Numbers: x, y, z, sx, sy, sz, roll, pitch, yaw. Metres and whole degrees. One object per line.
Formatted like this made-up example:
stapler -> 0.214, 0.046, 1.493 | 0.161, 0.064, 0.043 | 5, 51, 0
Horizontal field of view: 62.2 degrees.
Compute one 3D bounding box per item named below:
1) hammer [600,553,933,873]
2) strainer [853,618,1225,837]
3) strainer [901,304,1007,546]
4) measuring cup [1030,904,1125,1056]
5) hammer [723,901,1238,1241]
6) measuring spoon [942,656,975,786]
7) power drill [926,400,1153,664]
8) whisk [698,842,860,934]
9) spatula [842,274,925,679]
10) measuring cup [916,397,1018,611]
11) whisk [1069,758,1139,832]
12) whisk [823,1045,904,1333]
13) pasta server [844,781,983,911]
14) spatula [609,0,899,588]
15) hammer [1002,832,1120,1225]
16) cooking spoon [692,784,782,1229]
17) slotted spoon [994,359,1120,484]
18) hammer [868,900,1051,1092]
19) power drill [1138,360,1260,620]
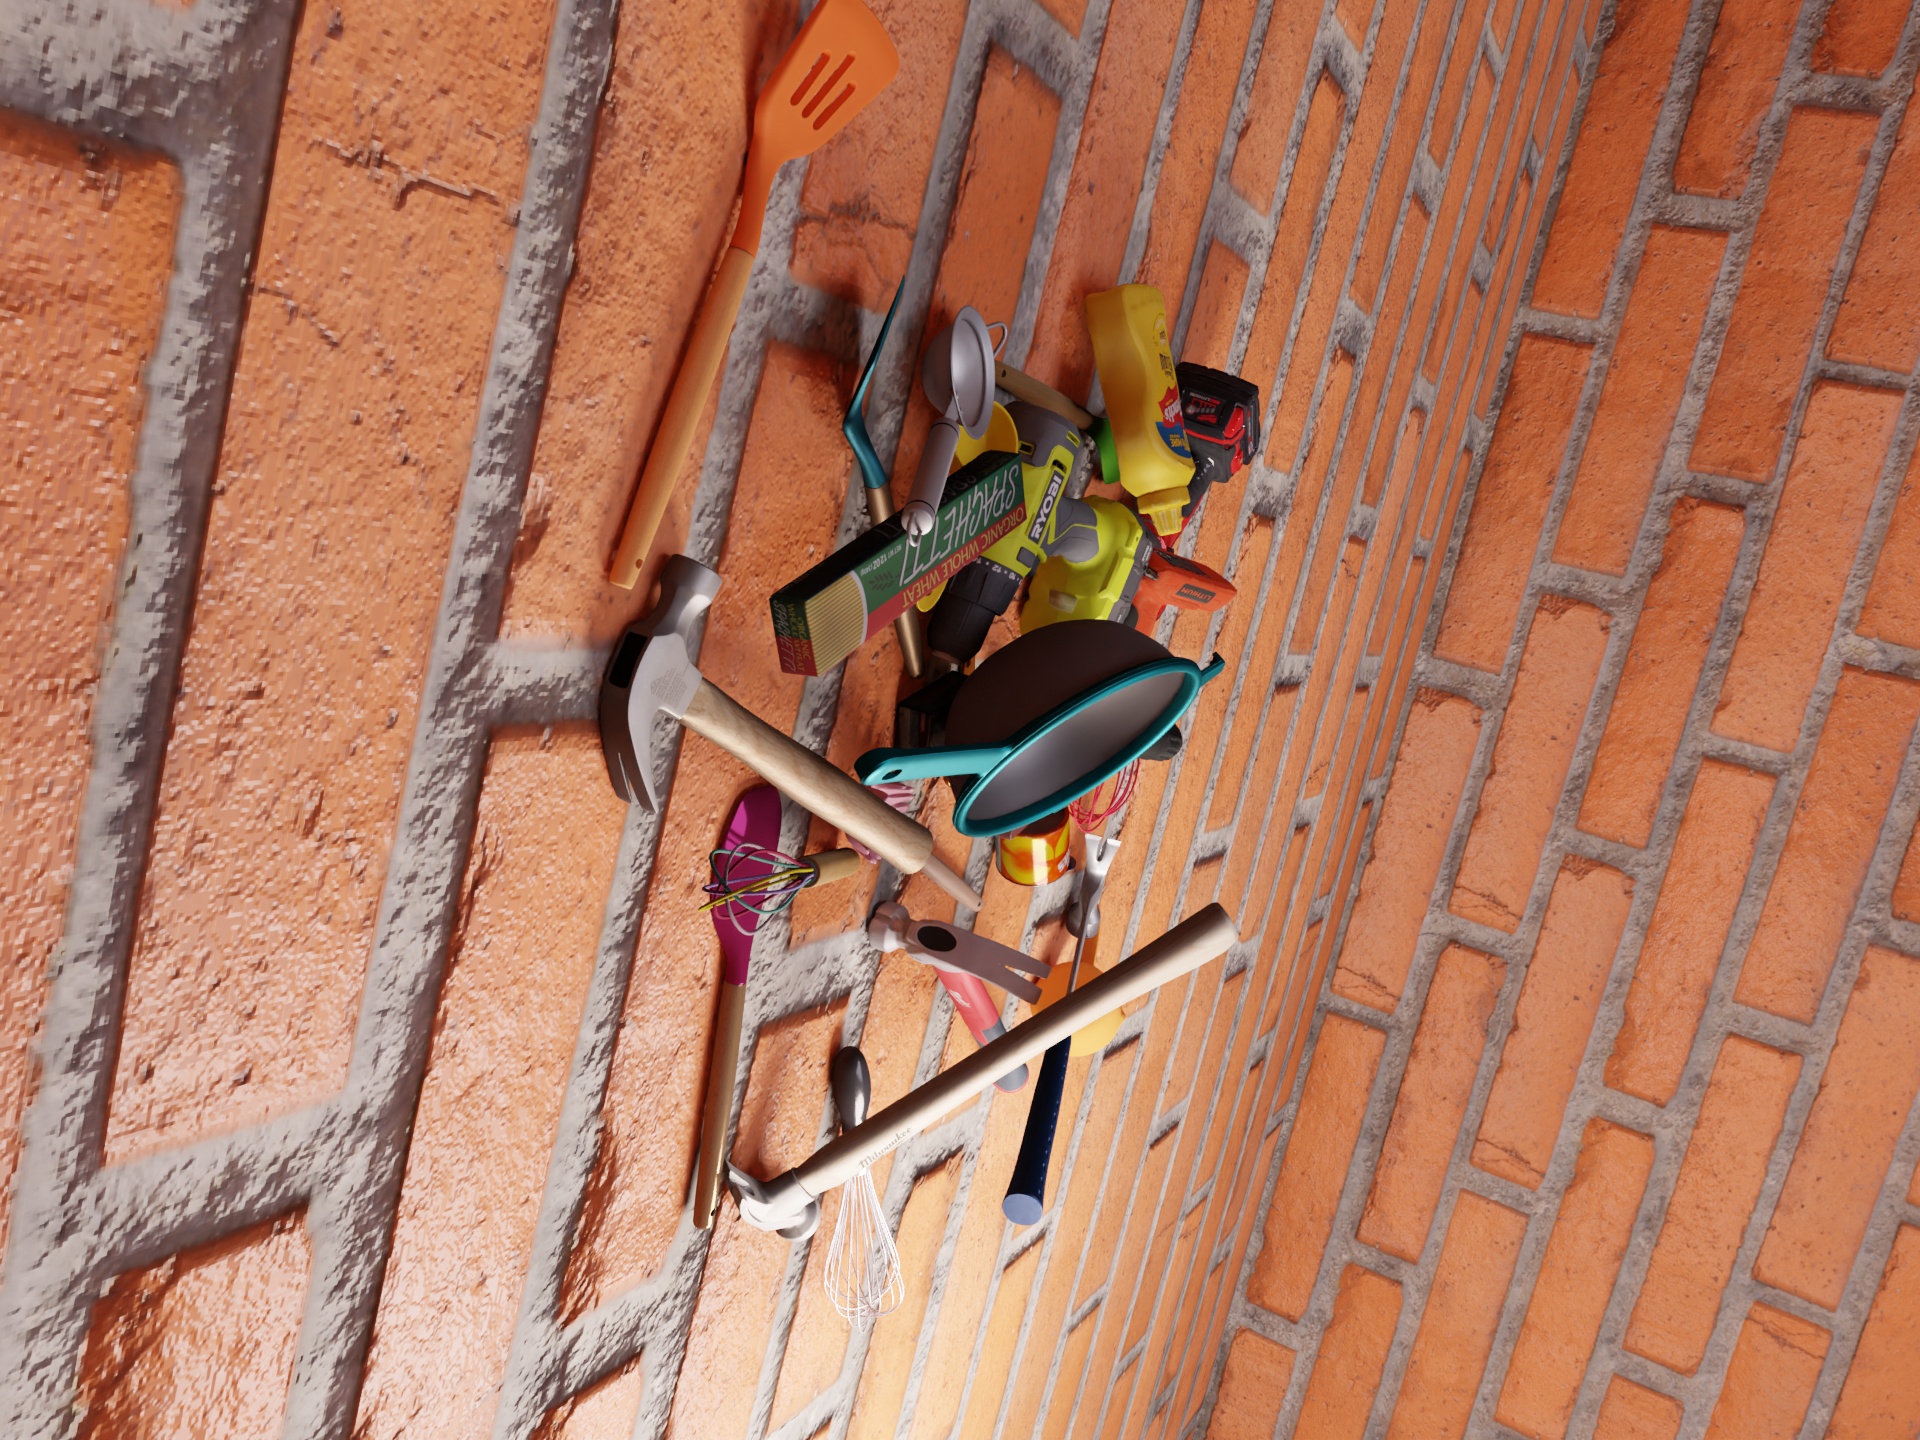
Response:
hammer -> -0.105, 0.031, 0.974 | 0.331, 0.031, 0.130 | 41, 71, -54
strainer -> 0.026, -0.007, 1.112 | 0.211, 0.095, 0.340 | -44, 157, 30
strainer -> -0.011, -0.185, 0.996 | 0.259, 0.050, 0.086 | -77, 157, -49
measuring cup -> 0.120, 0.249, 1.608 | 0.052, 0.095, 0.174 | 63, 31, -51
hammer -> 0.021, 0.247, 1.158 | 0.410, 0.038, 0.146 | -31, 150, -4
measuring spoon -> -0.002, -0.004, 1.249 | 0.021, 0.011, 0.117 | -18, 118, -61
power drill -> 0.058, -0.118, 1.218 | 0.228, 0.080, 0.190 | 23, 89, -63
whisk -> -0.111, 0.100, 1.020 | 0.047, 0.051, 0.245 | -53, 170, 7
spatula -> -0.041, -0.135, 1.034 | 0.317, 0.044, 0.082 | 79, 18, -49
measuring cup -> -0.007, -0.147, 1.089 | 0.062, 0.029, 0.156 | 26, 78, -33
whisk -> 0.152, -0.035, 1.497 | 0.073, 0.073, 0.296 | 48, 56, -62
whisk -> -0.082, 0.380, 1.282 | 0.070, 0.070, 0.284 | -39, 134, -51
pasta server -> -0.026, 0.109, 1.237 | 0.060, 0.040, 0.316 | -60, 155, -10
spatula -> -0.115, -0.219, 0.826 | 0.081, 0.041, 0.322 | 24, 85, -66
hammer -> 0.093, 0.269, 1.436 | 0.406, 0.035, 0.144 | -71, 172, -51
cooking spoon -> -0.151, 0.195, 1.052 | 0.068, 0.017, 0.318 | -18, 121, -61
slotted spoon -> 0.088, -0.240, 1.257 | 0.313, 0.031, 0.070 | 6, 103, -64
hammer -> 0.031, 0.258, 1.356 | 0.038, 0.143, 0.385 | -64, 158, -21
power drill -> 0.190, -0.203, 1.431 | 0.220, 0.078, 0.143 | -62, 160, -14
